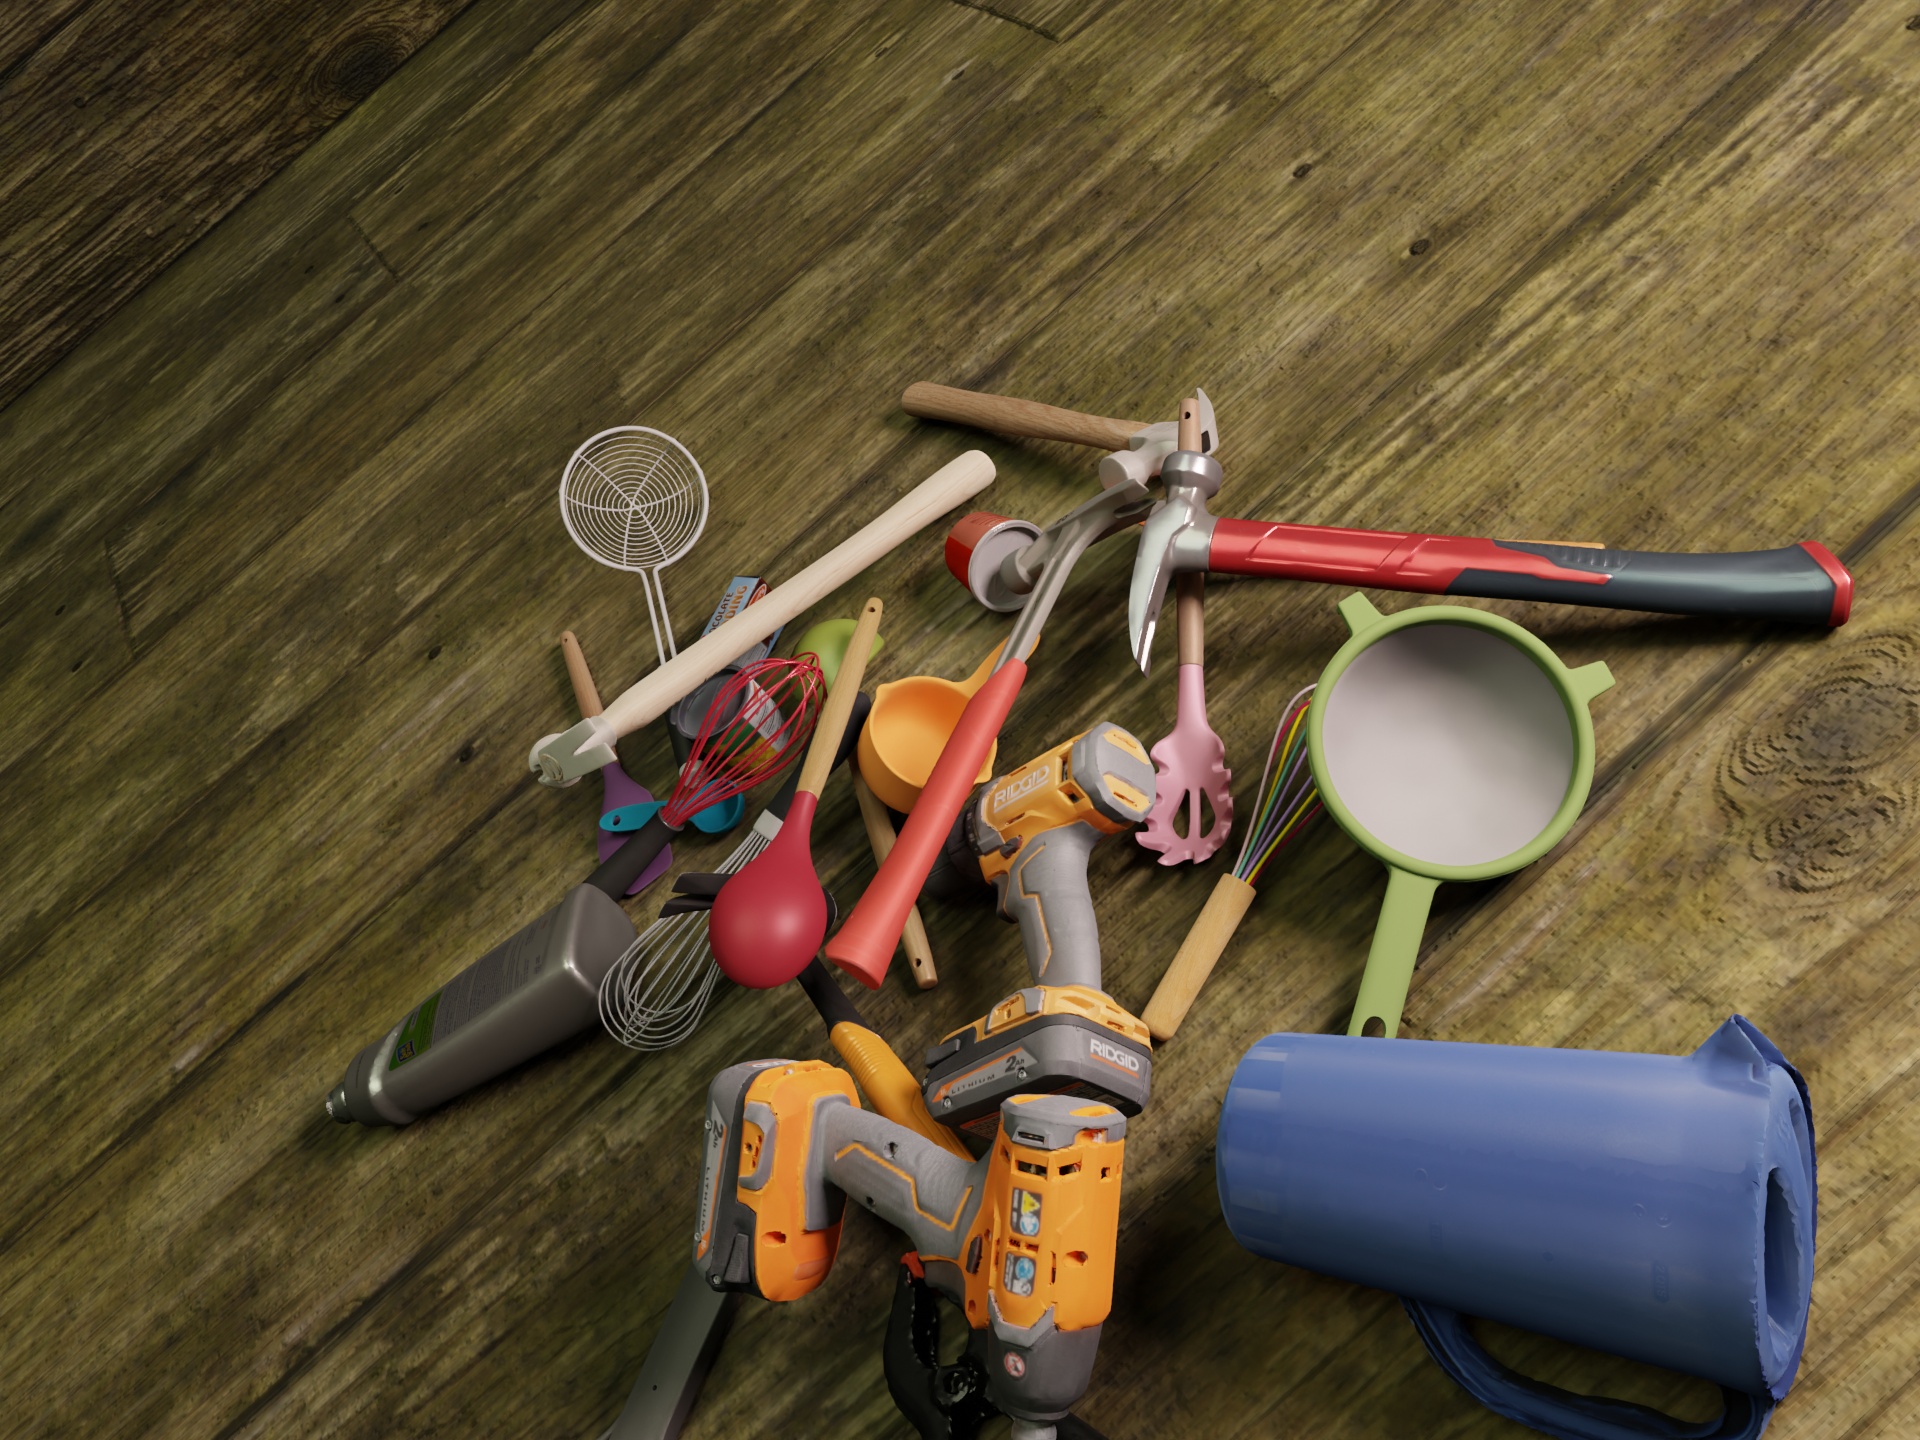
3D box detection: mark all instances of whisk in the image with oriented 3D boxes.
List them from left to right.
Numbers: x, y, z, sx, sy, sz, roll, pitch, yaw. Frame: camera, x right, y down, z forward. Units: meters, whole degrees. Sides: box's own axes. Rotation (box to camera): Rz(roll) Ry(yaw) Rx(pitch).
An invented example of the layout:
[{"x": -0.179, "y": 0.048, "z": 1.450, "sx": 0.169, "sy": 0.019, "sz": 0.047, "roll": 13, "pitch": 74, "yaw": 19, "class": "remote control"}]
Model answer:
[{"x": -0.194, "y": 0.057, "z": 1.130, "sx": 0.296, "sy": 0.073, "sz": 0.073, "roll": -45, "pitch": 42, "yaw": 20, "class": "whisk"}, {"x": -0.144, "y": 0.099, "z": 1.071, "sx": 0.070, "sy": 0.070, "sz": 0.284, "roll": 31, "pitch": 84, "yaw": 44, "class": "whisk"}, {"x": 0.171, "y": 0.075, "z": 0.918, "sx": 0.047, "sy": 0.051, "sz": 0.245, "roll": 25, "pitch": 78, "yaw": 34, "class": "whisk"}]

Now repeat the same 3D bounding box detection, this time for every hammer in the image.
[{"x": -0.123, "y": -0.085, "z": 1.139, "sx": 0.410, "sy": 0.038, "sz": 0.146, "roll": -39, "pitch": 10, "yaw": -26, "class": "hammer"}, {"x": -0.054, "y": 0.202, "z": 0.927, "sx": 0.337, "sy": 0.127, "sz": 0.034, "roll": 45, "pitch": 113, "yaw": 40, "class": "hammer"}, {"x": 0.015, "y": 0.003, "z": 0.982, "sx": 0.149, "sy": 0.036, "sz": 0.359, "roll": -24, "pitch": 32, "yaw": 53, "class": "hammer"}, {"x": 0.064, "y": -0.229, "z": 1.211, "sx": 0.130, "sy": 0.031, "sz": 0.332, "roll": -28, "pitch": 31, "yaw": -28, "class": "hammer"}, {"x": 0.288, "y": -0.074, "z": 0.907, "sx": 0.386, "sy": 0.038, "sz": 0.143, "roll": 8, "pitch": 73, "yaw": 23, "class": "hammer"}]

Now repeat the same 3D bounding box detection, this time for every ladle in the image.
[{"x": -0.090, "y": 0.031, "z": 1.014, "sx": 0.069, "sy": 0.031, "sz": 0.316, "roll": 12, "pitch": 48, "yaw": 3, "class": "ladle"}, {"x": -0.058, "y": 0.050, "z": 1.097, "sx": 0.078, "sy": 0.062, "sz": 0.321, "roll": -31, "pitch": 52, "yaw": 13, "class": "ladle"}]

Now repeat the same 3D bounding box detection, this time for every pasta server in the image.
[{"x": 0.142, "y": -0.061, "z": 0.992, "sx": 0.060, "sy": 0.040, "sz": 0.316, "roll": -5, "pitch": 71, "yaw": 21, "class": "pasta server"}]

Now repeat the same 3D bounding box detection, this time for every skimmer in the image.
[{"x": -0.248, "y": -0.101, "z": 1.299, "sx": 0.127, "sy": 0.090, "sz": 0.364, "roll": -9, "pitch": 46, "yaw": -13, "class": "skimmer"}]

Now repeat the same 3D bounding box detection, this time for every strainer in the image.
[{"x": 0.246, "y": 0.067, "z": 0.863, "sx": 0.151, "sy": 0.069, "sz": 0.256, "roll": 17, "pitch": 80, "yaw": 7, "class": "strainer"}]

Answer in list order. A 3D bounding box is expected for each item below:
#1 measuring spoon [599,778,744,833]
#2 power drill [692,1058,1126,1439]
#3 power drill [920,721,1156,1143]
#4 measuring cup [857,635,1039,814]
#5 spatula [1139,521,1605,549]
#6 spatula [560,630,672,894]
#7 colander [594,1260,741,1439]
[{"x": -0.212, "y": 0.071, "z": 1.184, "sx": 0.128, "sy": 0.021, "sz": 0.042, "roll": -9, "pitch": 63, "yaw": 26, "class": "measuring spoon"}, {"x": -0.026, "y": 0.261, "z": 0.805, "sx": 0.226, "sy": 0.084, "sz": 0.164, "roll": 2, "pitch": 85, "yaw": 33, "class": "power drill"}, {"x": 0.031, "y": 0.129, "z": 0.927, "sx": 0.185, "sy": 0.084, "sz": 0.226, "roll": -31, "pitch": 41, "yaw": 39, "class": "power drill"}, {"x": -0.002, "y": -0.003, "z": 1.084, "sx": 0.095, "sy": 0.052, "sz": 0.174, "roll": 39, "pitch": 52, "yaw": 6, "class": "measuring cup"}, {"x": 0.241, "y": -0.117, "z": 1.018, "sx": 0.323, "sy": 0.081, "sz": 0.041, "roll": 5, "pitch": 88, "yaw": 31, "class": "spatula"}, {"x": -0.288, "y": 0.024, "z": 1.278, "sx": 0.060, "sy": 0.018, "sz": 0.316, "roll": -37, "pitch": 45, "yaw": 7, "class": "spatula"}, {"x": -0.209, "y": 0.414, "z": 0.861, "sx": 0.204, "sy": 0.094, "sz": 0.397, "roll": 6, "pitch": 60, "yaw": 36, "class": "colander"}]
